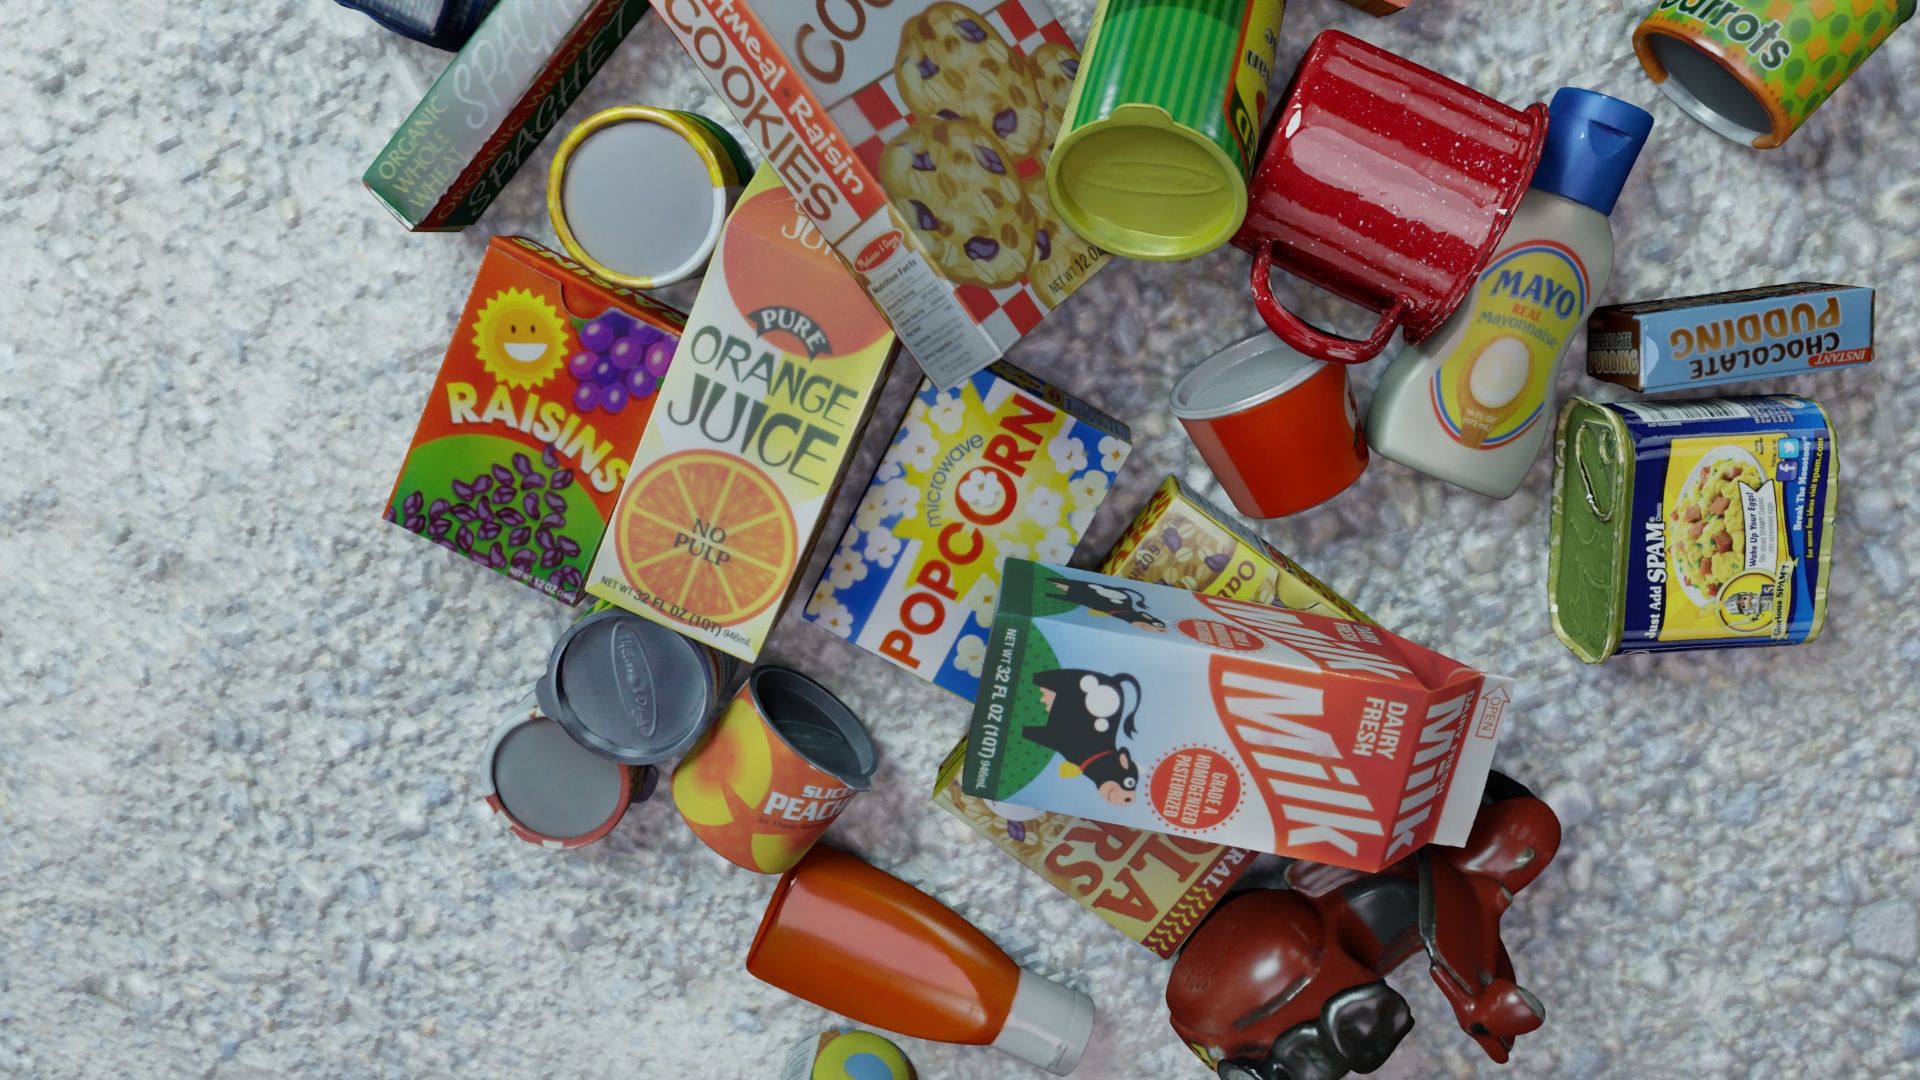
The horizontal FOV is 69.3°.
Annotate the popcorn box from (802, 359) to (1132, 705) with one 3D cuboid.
[{"bbox_3d":[0.002,-0.007,0.558,0.085,0.038,0.126,27,104,-4],"label":"popcorn box"}]

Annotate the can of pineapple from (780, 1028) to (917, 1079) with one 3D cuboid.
[{"bbox_3d":[-0.051,0.264,0.621,0.071,0.058,0.070,1,105,3],"label":"can of pineapple"}]

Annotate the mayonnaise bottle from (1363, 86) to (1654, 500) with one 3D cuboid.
[{"bbox_3d":[0.209,-0.093,0.524,0.065,0.041,0.147,20,105,-2],"label":"mayonnaise bottle"}]

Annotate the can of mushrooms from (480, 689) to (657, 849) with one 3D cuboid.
[{"bbox_3d":[-0.167,0.097,0.597,0.071,0.033,0.071,1,104,3],"label":"can of mushrooms"}]

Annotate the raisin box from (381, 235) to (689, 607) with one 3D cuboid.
[{"bbox_3d":[-0.166,-0.048,0.556,0.086,0.040,0.123,26,104,-3],"label":"raisin box"}]

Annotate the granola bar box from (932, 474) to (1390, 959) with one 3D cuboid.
[{"bbox_3d":[0.086,0.075,0.575,0.124,0.039,0.165,35,104,-7],"label":"granola bar box"}]

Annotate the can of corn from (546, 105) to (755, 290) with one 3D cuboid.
[{"bbox_3d":[-0.117,-0.130,0.522,0.071,0.058,0.071,1,105,2],"label":"can of corn"}]

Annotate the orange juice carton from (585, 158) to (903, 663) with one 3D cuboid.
[{"bbox_3d":[-0.069,-0.060,0.530,0.072,0.073,0.192,24,104,-3],"label":"orange juice carton"}]

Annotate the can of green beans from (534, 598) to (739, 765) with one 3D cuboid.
[{"bbox_3d":[-0.128,0.050,0.569,0.071,0.058,0.071,1,105,3],"label":"can of green beans"}]

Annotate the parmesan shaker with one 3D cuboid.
[{"bbox_3d":[0.072,-0.157,0.472,0.071,0.071,0.103,17,63,-2],"label":"parmesan shaker"}]

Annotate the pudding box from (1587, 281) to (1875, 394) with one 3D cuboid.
[{"bbox_3d":[0.286,-0.076,0.520,0.084,0.050,0.030,-7,103,5],"label":"pudding box"}]

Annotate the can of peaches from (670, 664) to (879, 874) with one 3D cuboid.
[{"bbox_3d":[-0.076,0.096,0.573,0.071,0.071,0.058,39,104,-7],"label":"can of peaches"}]

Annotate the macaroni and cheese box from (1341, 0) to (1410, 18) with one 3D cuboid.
[{"bbox_3d":[0.102,-0.275,0.483,0.166,0.040,0.123,22,106,-2],"label":"macaroni and cheese box"}]

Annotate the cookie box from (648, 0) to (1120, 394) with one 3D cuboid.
[{"bbox_3d":[-0.011,-0.154,0.481,0.167,0.123,0.040,53,142,-10],"label":"cookie box"}]

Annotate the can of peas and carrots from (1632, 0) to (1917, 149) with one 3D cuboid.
[{"bbox_3d":[0.280,-0.181,0.483,0.071,0.071,0.058,40,104,-7],"label":"can of peas and carrots"}]

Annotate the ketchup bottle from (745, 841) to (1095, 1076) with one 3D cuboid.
[{"bbox_3d":[-0.015,0.189,0.607,0.149,0.044,0.064,25,105,-4],"label":"ketchup bottle"}]

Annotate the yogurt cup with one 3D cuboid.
[{"bbox_3d":[0.121,-0.045,0.531,0.072,0.072,0.053,-25,110,9],"label":"yogurt cup"}]

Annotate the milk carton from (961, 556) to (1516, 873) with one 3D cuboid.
[{"bbox_3d":[0.102,0.065,0.512,0.191,0.073,0.072,11,105,0],"label":"milk carton"}]

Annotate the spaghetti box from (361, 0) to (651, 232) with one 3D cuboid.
[{"bbox_3d":[-0.125,-0.212,0.505,0.028,0.050,0.249,43,103,-6],"label":"spaghetti box"}]
